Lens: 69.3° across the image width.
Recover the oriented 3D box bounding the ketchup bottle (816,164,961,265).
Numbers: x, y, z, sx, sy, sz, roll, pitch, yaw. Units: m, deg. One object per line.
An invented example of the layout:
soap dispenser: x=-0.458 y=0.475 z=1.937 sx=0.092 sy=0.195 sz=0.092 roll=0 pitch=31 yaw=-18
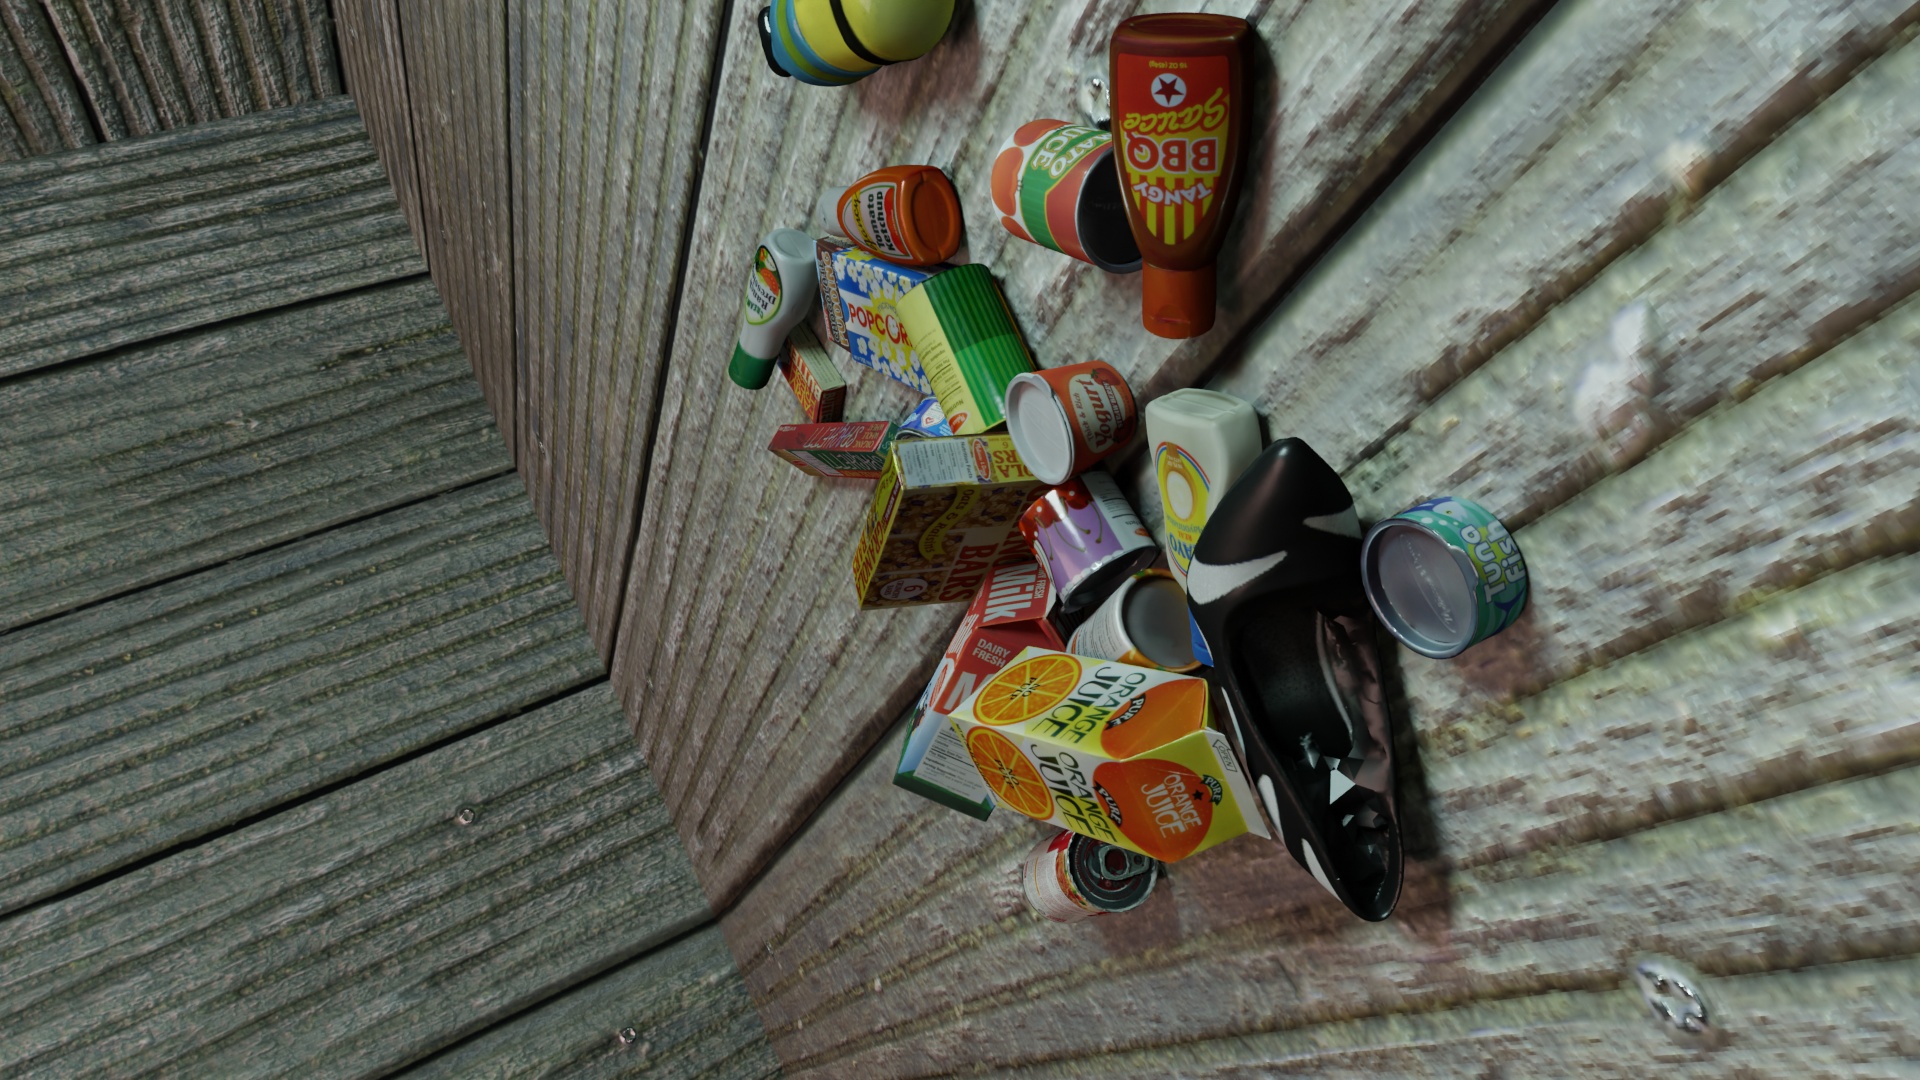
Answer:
ketchup bottle: x=-0.053 y=-0.224 z=0.952 sx=0.149 sy=0.044 sz=0.064 roll=24 pitch=131 yaw=58

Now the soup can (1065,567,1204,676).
soup can: x=0.110 y=0.062 z=0.825 sx=0.071 sy=0.071 sz=0.083 roll=62 pitch=154 yaw=14

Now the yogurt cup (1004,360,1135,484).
yogurt cup: x=0.066 y=-0.072 z=0.814 sx=0.072 sy=0.054 sz=0.072 roll=46 pitch=148 yaw=41

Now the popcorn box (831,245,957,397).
popcorn box: x=-0.041 y=-0.159 z=0.986 sx=0.127 sy=0.038 sz=0.085 roll=31 pitch=138 yaw=53

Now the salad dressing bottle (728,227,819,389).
salad dressing bottle: x=-0.158 y=-0.189 z=1.158 sx=0.064 sy=0.044 sz=0.146 roll=55 pitch=139 yaw=26

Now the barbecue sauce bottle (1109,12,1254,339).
barbecue sauce bottle: x=0.104 y=-0.169 z=0.655 sx=0.065 sy=0.044 sz=0.147 roll=9 pitch=129 yaw=20

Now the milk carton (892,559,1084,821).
milk carton: x=0.026 y=0.090 z=0.925 sx=0.073 sy=0.073 sz=0.189 roll=-74 pitch=9 yaw=-57

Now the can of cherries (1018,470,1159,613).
can of cherries: x=0.074 y=0.001 z=0.837 sx=0.058 sy=0.072 sz=0.071 roll=59 pitch=154 yaw=19

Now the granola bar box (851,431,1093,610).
granola bar box: x=0.003 y=-0.011 z=0.905 sx=0.164 sy=0.124 sz=0.039 roll=115 pitch=147 yaw=-58

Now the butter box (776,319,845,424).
butter box: x=-0.136 y=-0.153 z=1.207 sx=0.104 sy=0.024 sz=0.052 roll=57 pitch=153 yaw=23

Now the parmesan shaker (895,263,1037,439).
parmesan shaker: x=0.010 y=-0.117 z=0.880 sx=0.103 sy=0.071 sz=0.071 roll=66 pitch=156 yaw=7

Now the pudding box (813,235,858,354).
pudding box: x=-0.084 y=-0.189 z=1.062 sx=0.050 sy=0.030 sz=0.083 roll=39 pitch=143 yaw=49

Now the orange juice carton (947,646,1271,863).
orange juice carton: x=0.087 y=0.118 z=0.767 sx=0.192 sy=0.073 sz=0.071 roll=5 pitch=127 yaw=53

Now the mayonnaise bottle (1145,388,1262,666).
mayonnaise bottle: x=0.135 y=-0.004 z=0.741 sx=0.065 sy=0.041 sz=0.147 roll=25 pitch=131 yaw=55

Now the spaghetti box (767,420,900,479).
spaghetti box: x=-0.094 y=-0.074 z=1.152 sx=0.050 sy=0.029 sz=0.250 roll=32 pitch=169 yaw=-25

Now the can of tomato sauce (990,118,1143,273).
can of tomato sauce: x=0.063 y=-0.181 z=0.714 sx=0.083 sy=0.071 sz=0.071 roll=36 pitch=140 yaw=52

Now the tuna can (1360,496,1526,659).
tuna can: x=0.212 y=0.015 z=0.606 sx=0.071 sy=0.033 sz=0.070 roll=46 pitch=148 yaw=41
